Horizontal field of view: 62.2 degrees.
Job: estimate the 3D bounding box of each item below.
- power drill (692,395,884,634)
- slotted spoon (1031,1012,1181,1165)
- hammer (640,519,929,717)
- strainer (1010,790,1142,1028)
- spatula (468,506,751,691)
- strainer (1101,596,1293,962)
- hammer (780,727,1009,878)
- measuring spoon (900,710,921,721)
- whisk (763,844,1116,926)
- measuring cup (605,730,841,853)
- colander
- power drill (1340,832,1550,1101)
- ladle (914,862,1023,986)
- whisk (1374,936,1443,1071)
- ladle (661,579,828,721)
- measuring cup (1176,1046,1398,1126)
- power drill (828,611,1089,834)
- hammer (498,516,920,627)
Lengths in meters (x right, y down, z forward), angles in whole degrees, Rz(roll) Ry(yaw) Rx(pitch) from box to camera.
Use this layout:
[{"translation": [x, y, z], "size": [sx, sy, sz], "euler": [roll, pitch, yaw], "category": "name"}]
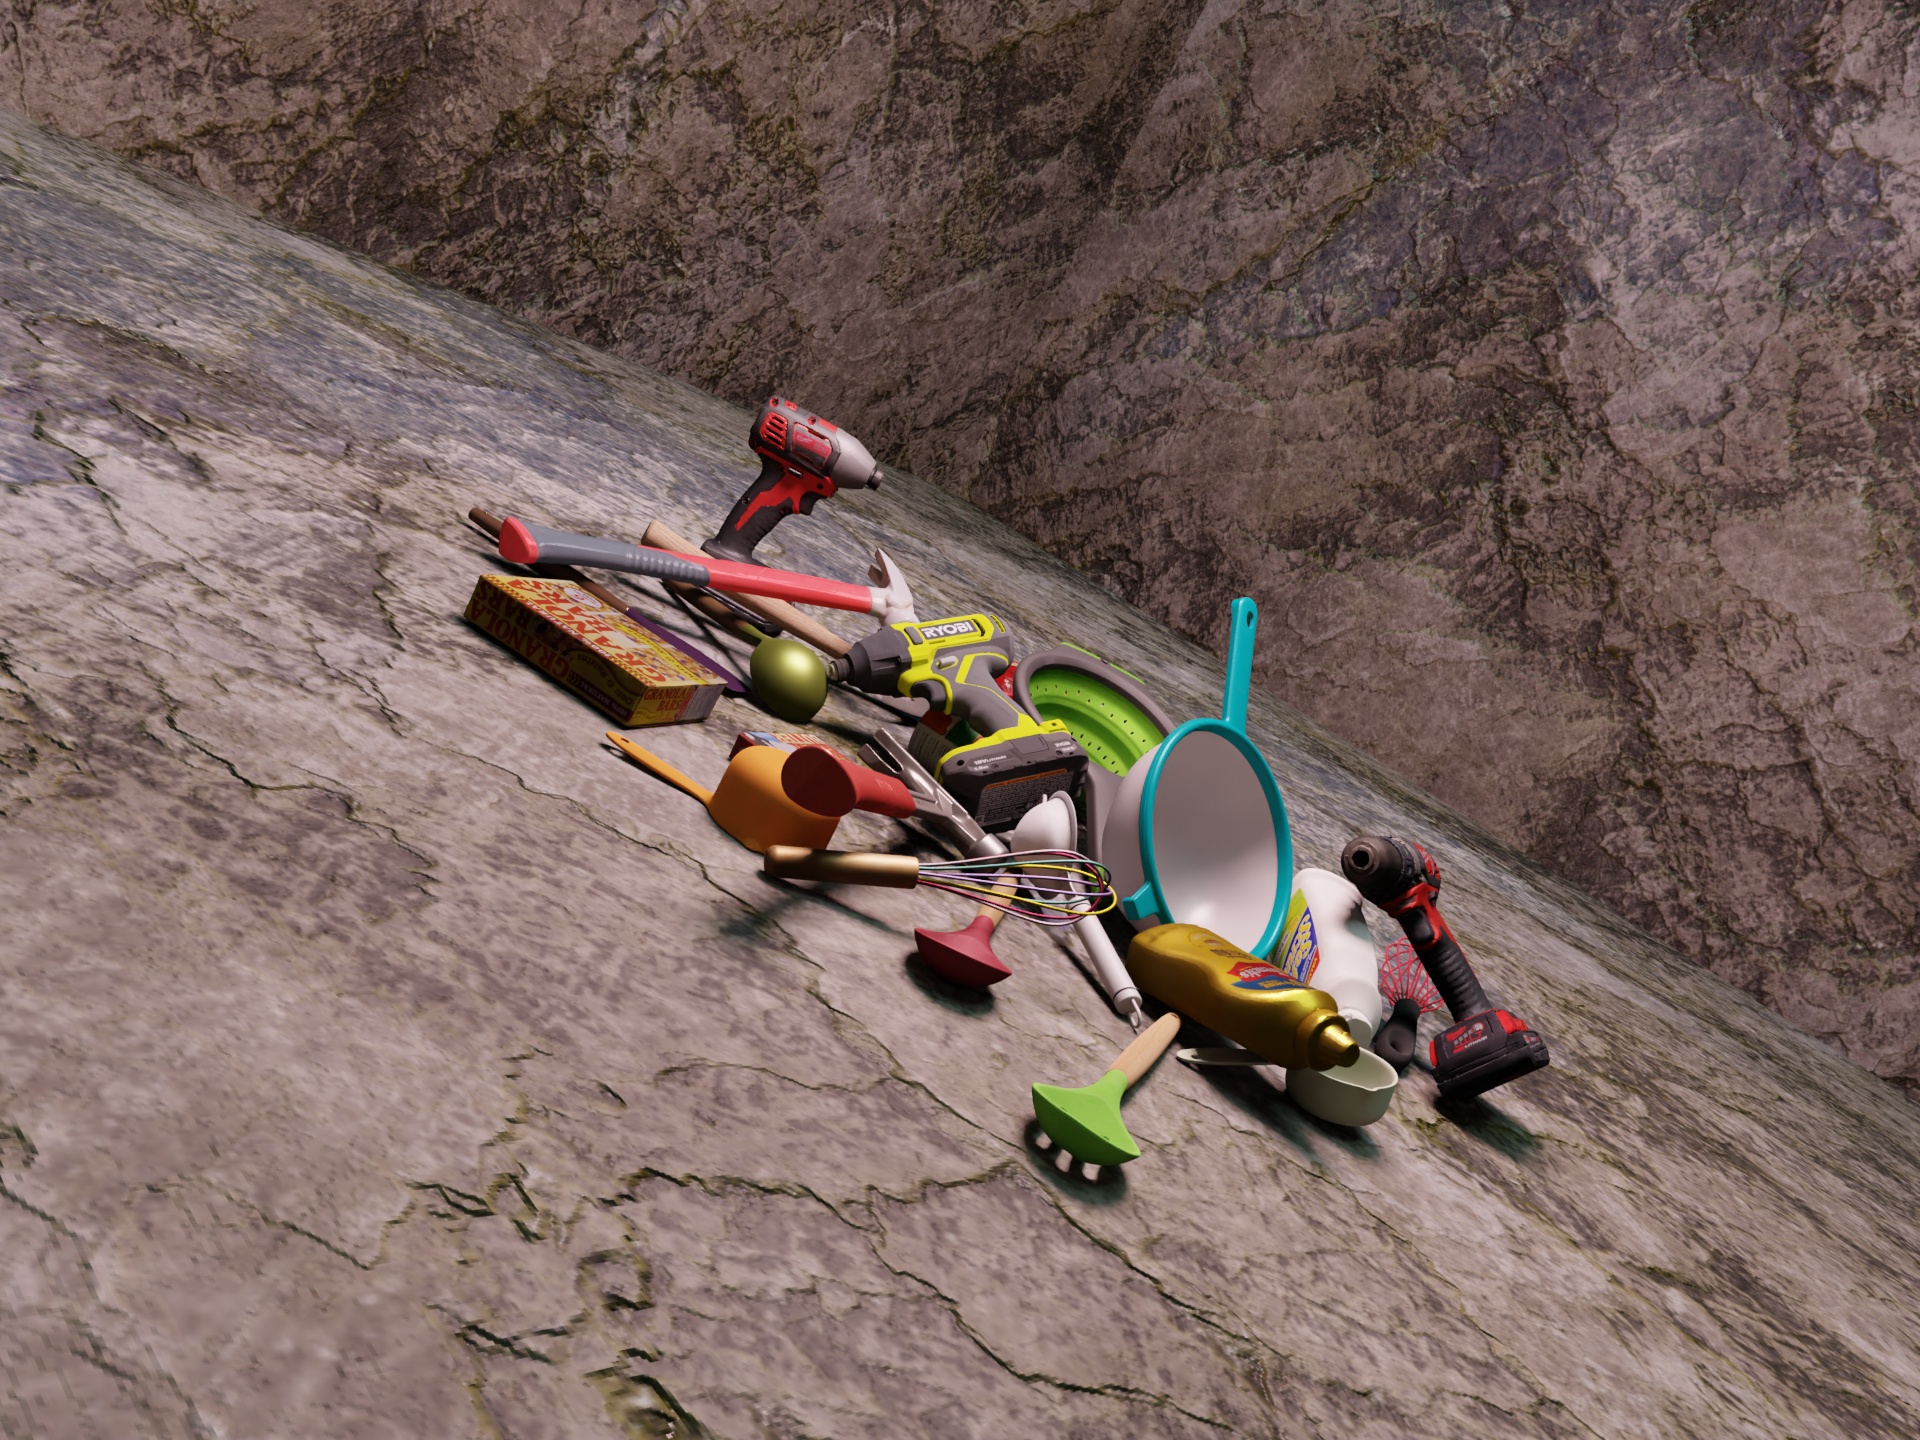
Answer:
[{"translation": [-0.181, -0.208, 1.641], "size": [0.143, 0.219, 0.078], "euler": [27, 12, -8], "category": "power drill"}, {"translation": [0.104, 0.220, 0.988], "size": [0.070, 0.031, 0.313], "euler": [32, 11, 15], "category": "slotted spoon"}, {"translation": [-0.165, -0.097, 1.563], "size": [0.331, 0.031, 0.130], "euler": [32, 5, -15], "category": "hammer"}, {"translation": [0.084, 0.136, 1.196], "size": [0.050, 0.086, 0.259], "euler": [5, 33, -24], "category": "strainer"}, {"translation": [-0.315, -0.107, 1.415], "size": [0.316, 0.018, 0.059], "euler": [32, 9, 13], "category": "spatula"}, {"translation": [0.194, 0.051, 1.351], "size": [0.095, 0.341, 0.210], "euler": [-13, -34, 41], "category": "strainer"}, {"translation": [-0.058, 0.045, 1.103], "size": [0.149, 0.036, 0.359], "euler": [43, 4, 14], "category": "hammer"}, {"translation": [-0.010, 0.021, 1.584], "size": [0.129, 0.021, 0.042], "euler": [24, 9, 25], "category": "measuring spoon"}, {"translation": [-0.009, 0.105, 1.058], "size": [0.245, 0.051, 0.047], "euler": [7, 58, -17], "category": "whisk"}, {"translation": [-0.160, 0.034, 1.097], "size": [0.173, 0.052, 0.095], "euler": [30, 12, 0], "category": "measuring cup"}, {"translation": [0.118, 0.075, 1.510], "size": [0.204, 0.094, 0.397], "euler": [26, 30, -13], "category": "colander"}, {"translation": [0.392, 0.196, 1.323], "size": [0.187, 0.080, 0.227], "euler": [21, 42, -60], "category": "power drill"}, {"translation": [0.019, 0.138, 1.135], "size": [0.069, 0.031, 0.315], "euler": [25, 10, 6], "category": "ladle"}, {"translation": [0.406, 0.256, 1.440], "size": [0.073, 0.073, 0.296], "euler": [31, 19, 14], "category": "whisk"}, {"translation": [-0.218, -0.080, 1.495], "size": [0.078, 0.062, 0.320], "euler": [23, 6, -40], "category": "ladle"}, {"translation": [0.226, 0.254, 1.120], "size": [0.167, 0.038, 0.083], "euler": [7, 14, -16], "category": "measuring cup"}, {"translation": [-0.002, -0.004, 1.380], "size": [0.171, 0.080, 0.223], "euler": [-11, 44, -25], "category": "power drill"}, {"translation": [-0.229, -0.144, 1.473], "size": [0.386, 0.038, 0.143], "euler": [9, 32, -24], "category": "hammer"}]
